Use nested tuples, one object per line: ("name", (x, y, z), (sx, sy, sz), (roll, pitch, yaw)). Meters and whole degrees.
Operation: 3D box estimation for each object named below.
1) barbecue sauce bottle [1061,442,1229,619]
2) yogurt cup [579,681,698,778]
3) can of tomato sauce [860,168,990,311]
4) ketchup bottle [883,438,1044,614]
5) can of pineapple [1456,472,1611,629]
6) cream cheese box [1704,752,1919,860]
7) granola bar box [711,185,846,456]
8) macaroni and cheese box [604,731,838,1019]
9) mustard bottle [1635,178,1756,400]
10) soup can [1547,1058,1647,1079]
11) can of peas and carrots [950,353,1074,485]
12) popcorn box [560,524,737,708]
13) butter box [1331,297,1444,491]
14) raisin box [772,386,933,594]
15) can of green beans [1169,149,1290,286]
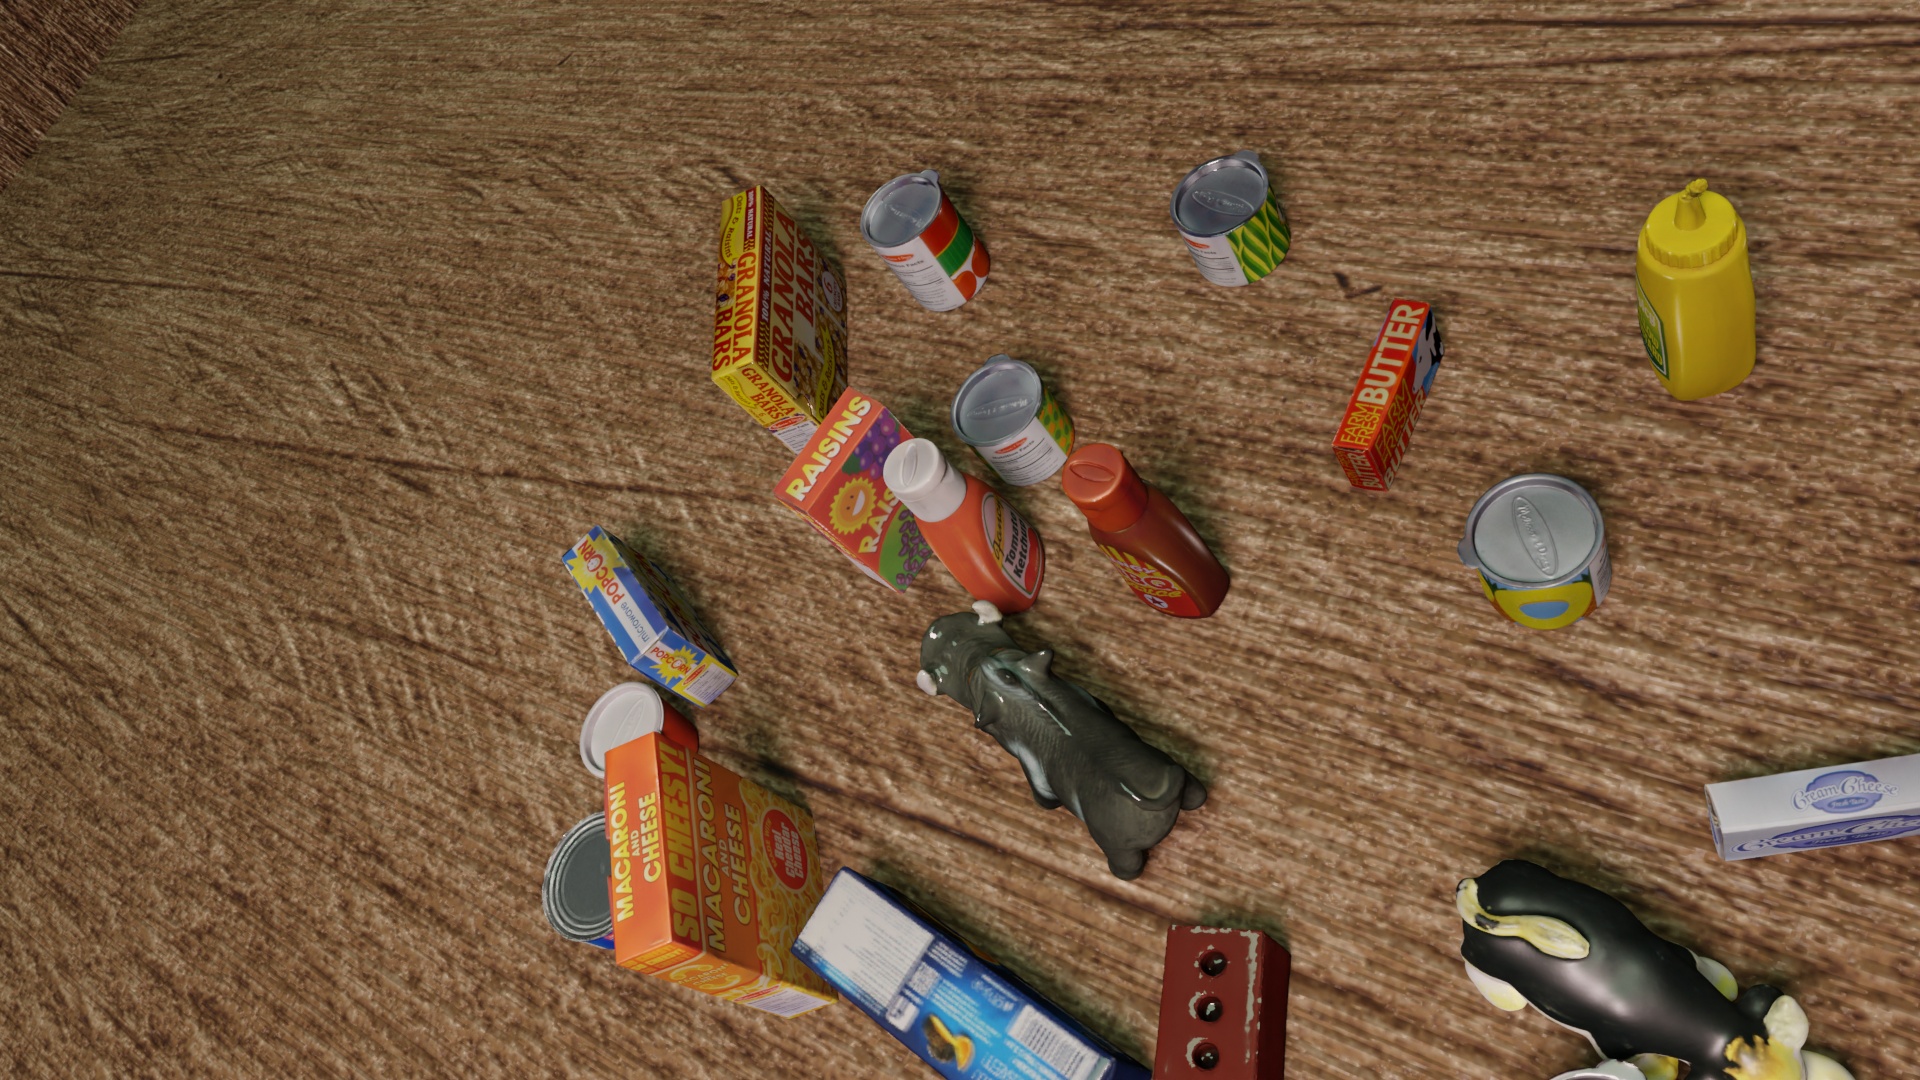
("barbecue sauce bottle", (0.102, -0.005, 0.788), (0.065, 0.148, 0.044), (20, 75, 36))
("yogurt cup", (-0.216, 0.137, 0.947), (0.072, 0.054, 0.073), (-14, 58, 23))
("can of tomato sauce", (-0.024, -0.220, 1.023), (0.071, 0.083, 0.071), (-14, 58, 23))
("ketchup bottle", (0.003, -0.011, 0.847), (0.043, 0.148, 0.065), (-8, 60, 26))
("can of pineapple", (0.301, 0.007, 0.728), (0.071, 0.057, 0.071), (-14, 58, 23))
("cream cheese box", (0.390, 0.118, 0.617), (0.103, 0.053, 0.024), (-15, 58, 22))
("granola bar box", (-0.129, -0.158, 1.021), (0.039, 0.124, 0.166), (-17, 57, 21))
("macaroni and cheese box", (-0.136, 0.196, 0.796), (0.040, 0.166, 0.124), (-25, 54, 16))
("mustard bottle", (0.370, -0.133, 0.703), (0.049, 0.160, 0.065), (-20, 56, 19))
("soup can", (0.274, 0.260, 0.582), (0.071, 0.083, 0.071), (-14, 58, 23))
("can of peas and carrots", (0.035, -0.080, 0.926), (0.071, 0.058, 0.071), (-14, 58, 23))
("popcorn box", (-0.218, 0.053, 0.975), (0.038, 0.085, 0.127), (-45, 51, 1))
("butter box", (0.251, -0.084, 0.811), (0.024, 0.053, 0.104), (16, 72, 35))
("raisin box", (-0.056, -0.031, 0.907), (0.040, 0.123, 0.086), (30, 81, 38))
("can of green beans", (0.179, -0.211, 0.920), (0.071, 0.057, 0.071), (-14, 58, 23))
